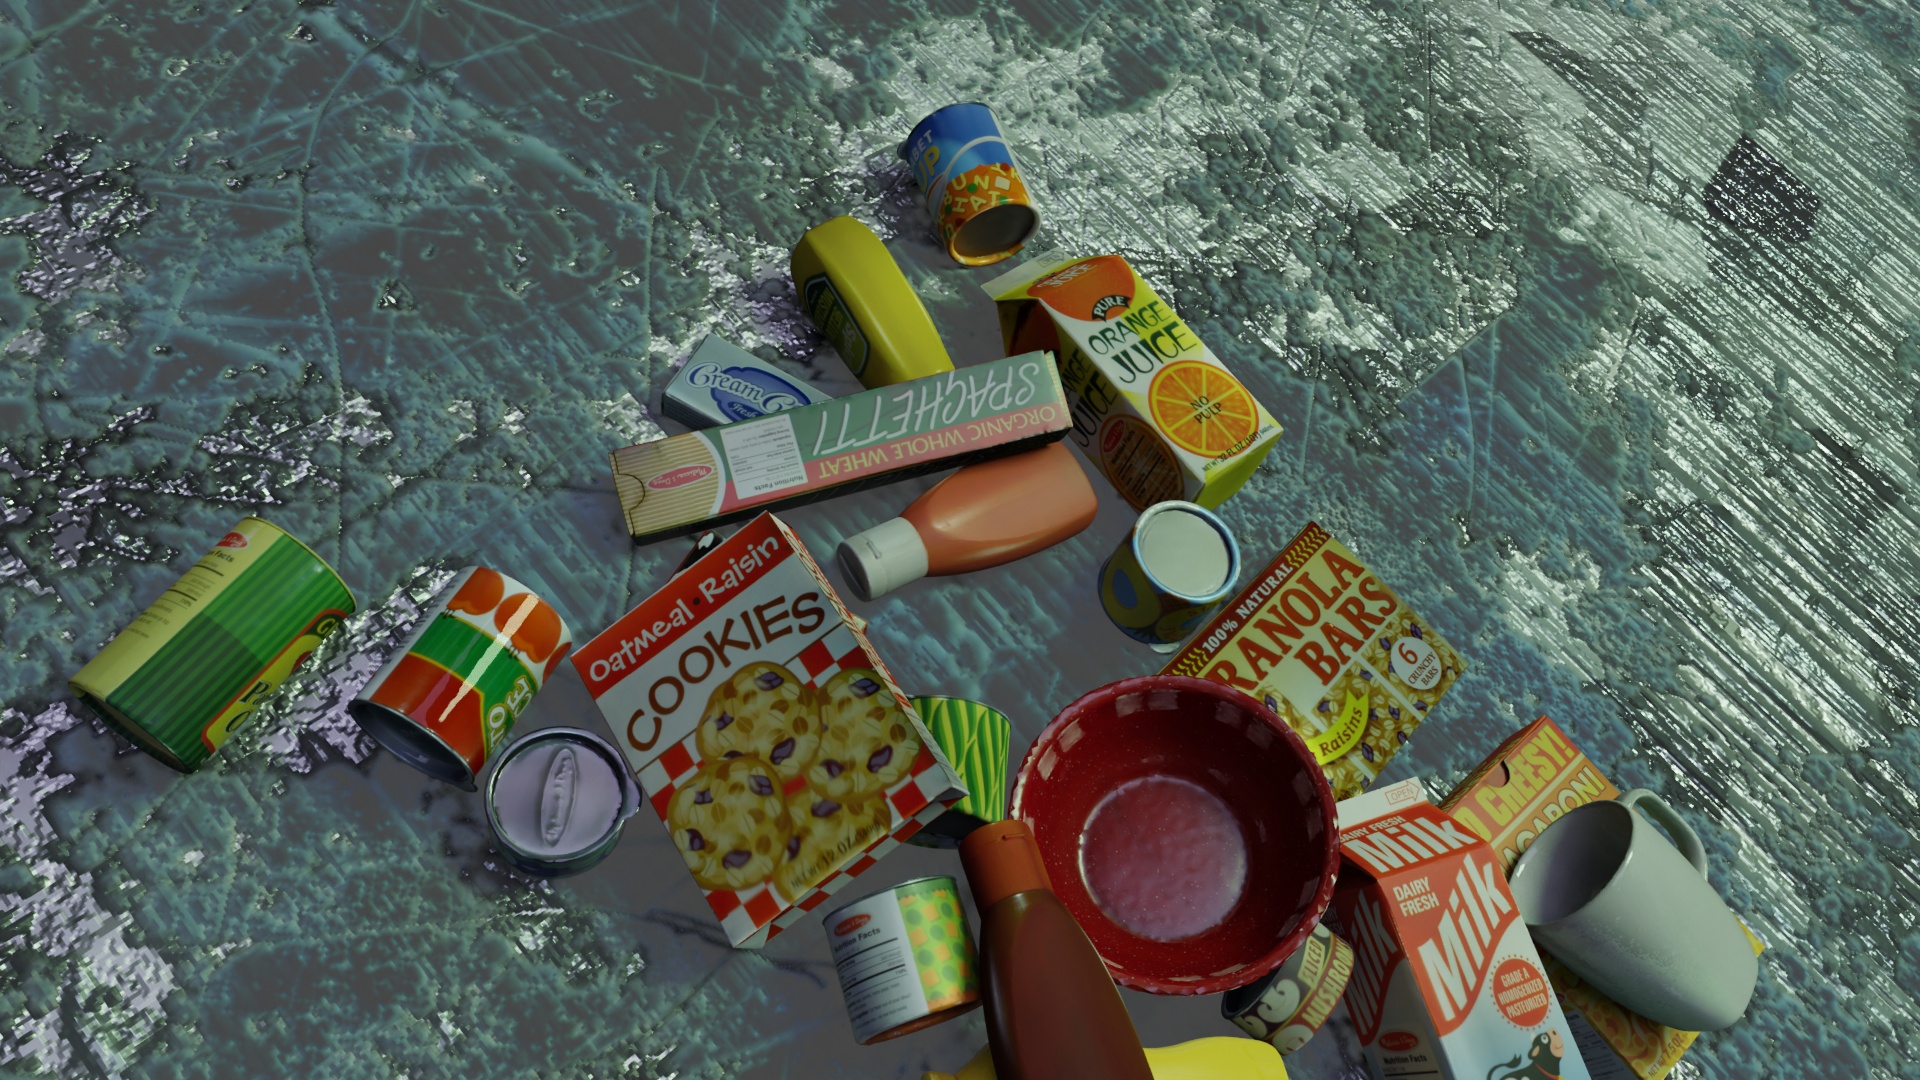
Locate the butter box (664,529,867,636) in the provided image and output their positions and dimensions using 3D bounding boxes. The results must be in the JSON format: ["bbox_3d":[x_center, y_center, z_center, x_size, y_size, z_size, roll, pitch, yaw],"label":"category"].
[{"bbox_3d":[-0.105,0.042,0.734,0.103,0.024,0.053,30,57,2],"label":"butter box"}]

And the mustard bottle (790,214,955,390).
[{"bbox_3d":[-0.042,-0.115,0.821,0.049,0.065,0.160,-29,77,-26],"label":"mustard bottle"}]

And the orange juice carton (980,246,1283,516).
[{"bbox_3d":[0.096,-0.101,0.846,0.072,0.072,0.193,-31,73,-28],"label":"orange juice carton"}]

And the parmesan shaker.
[{"bbox_3d":[-0.343,0.048,0.640,0.071,0.071,0.103,32,58,3],"label":"parmesan shaker"}]

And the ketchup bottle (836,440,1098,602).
[{"bbox_3d":[0.003,-0.010,0.784,0.149,0.043,0.065,-23,68,-26],"label":"ketchup bottle"}]

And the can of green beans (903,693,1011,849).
[{"bbox_3d":[-0.010,0.117,0.694,0.071,0.071,0.058,12,59,-9],"label":"can of green beans"}]

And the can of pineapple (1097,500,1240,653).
[{"bbox_3d":[0.120,0.020,0.792,0.071,0.057,0.071,7,60,-12],"label":"can of pineapple"}]

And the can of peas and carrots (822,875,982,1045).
[{"bbox_3d":[-0.023,0.195,0.647,0.071,0.070,0.059,-10,65,-21],"label":"can of peas and carrots"}]

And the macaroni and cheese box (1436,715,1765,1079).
[{"bbox_3d":[0.340,0.197,0.764,0.124,0.040,0.167,-32,74,-29],"label":"macaroni and cheese box"}]

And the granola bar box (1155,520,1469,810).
[{"bbox_3d":[0.194,0.082,0.789,0.124,0.039,0.166,44,59,11],"label":"granola bar box"}]

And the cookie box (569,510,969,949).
[{"bbox_3d":[-0.093,0.087,0.662,0.123,0.040,0.168,-36,68,0],"label":"cookie box"}]

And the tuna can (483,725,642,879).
[{"bbox_3d":[-0.188,0.124,0.658,0.071,0.032,0.071,7,60,-12],"label":"tuna can"}]

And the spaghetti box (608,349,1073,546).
[{"bbox_3d":[-0.062,-0.052,0.764,0.250,0.028,0.050,-15,79,-11],"label":"spaghetti box"}]

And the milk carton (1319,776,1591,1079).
[{"bbox_3d":[0.238,0.218,0.692,0.072,0.073,0.191,-12,71,-21],"label":"milk carton"}]

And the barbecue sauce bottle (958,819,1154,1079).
[{"bbox_3d":[0.037,0.197,0.616,0.065,0.043,0.149,1,49,-27],"label":"barbecue sauce bottle"}]

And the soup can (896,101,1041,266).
[{"bbox_3d":[0.006,-0.229,0.898,0.071,0.071,0.084,-12,65,-22],"label":"soup can"}]

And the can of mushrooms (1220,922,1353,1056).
[{"bbox_3d":[0.162,0.216,0.684,0.033,0.070,0.071,37,58,4],"label":"can of mushrooms"}]

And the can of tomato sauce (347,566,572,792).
[{"bbox_3d":[-0.234,0.065,0.660,0.071,0.070,0.083,29,57,1],"label":"can of tomato sauce"}]

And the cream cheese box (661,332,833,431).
[{"bbox_3d":[-0.114,-0.073,0.797,0.104,0.024,0.053,29,57,1],"label":"cream cheese box"}]
